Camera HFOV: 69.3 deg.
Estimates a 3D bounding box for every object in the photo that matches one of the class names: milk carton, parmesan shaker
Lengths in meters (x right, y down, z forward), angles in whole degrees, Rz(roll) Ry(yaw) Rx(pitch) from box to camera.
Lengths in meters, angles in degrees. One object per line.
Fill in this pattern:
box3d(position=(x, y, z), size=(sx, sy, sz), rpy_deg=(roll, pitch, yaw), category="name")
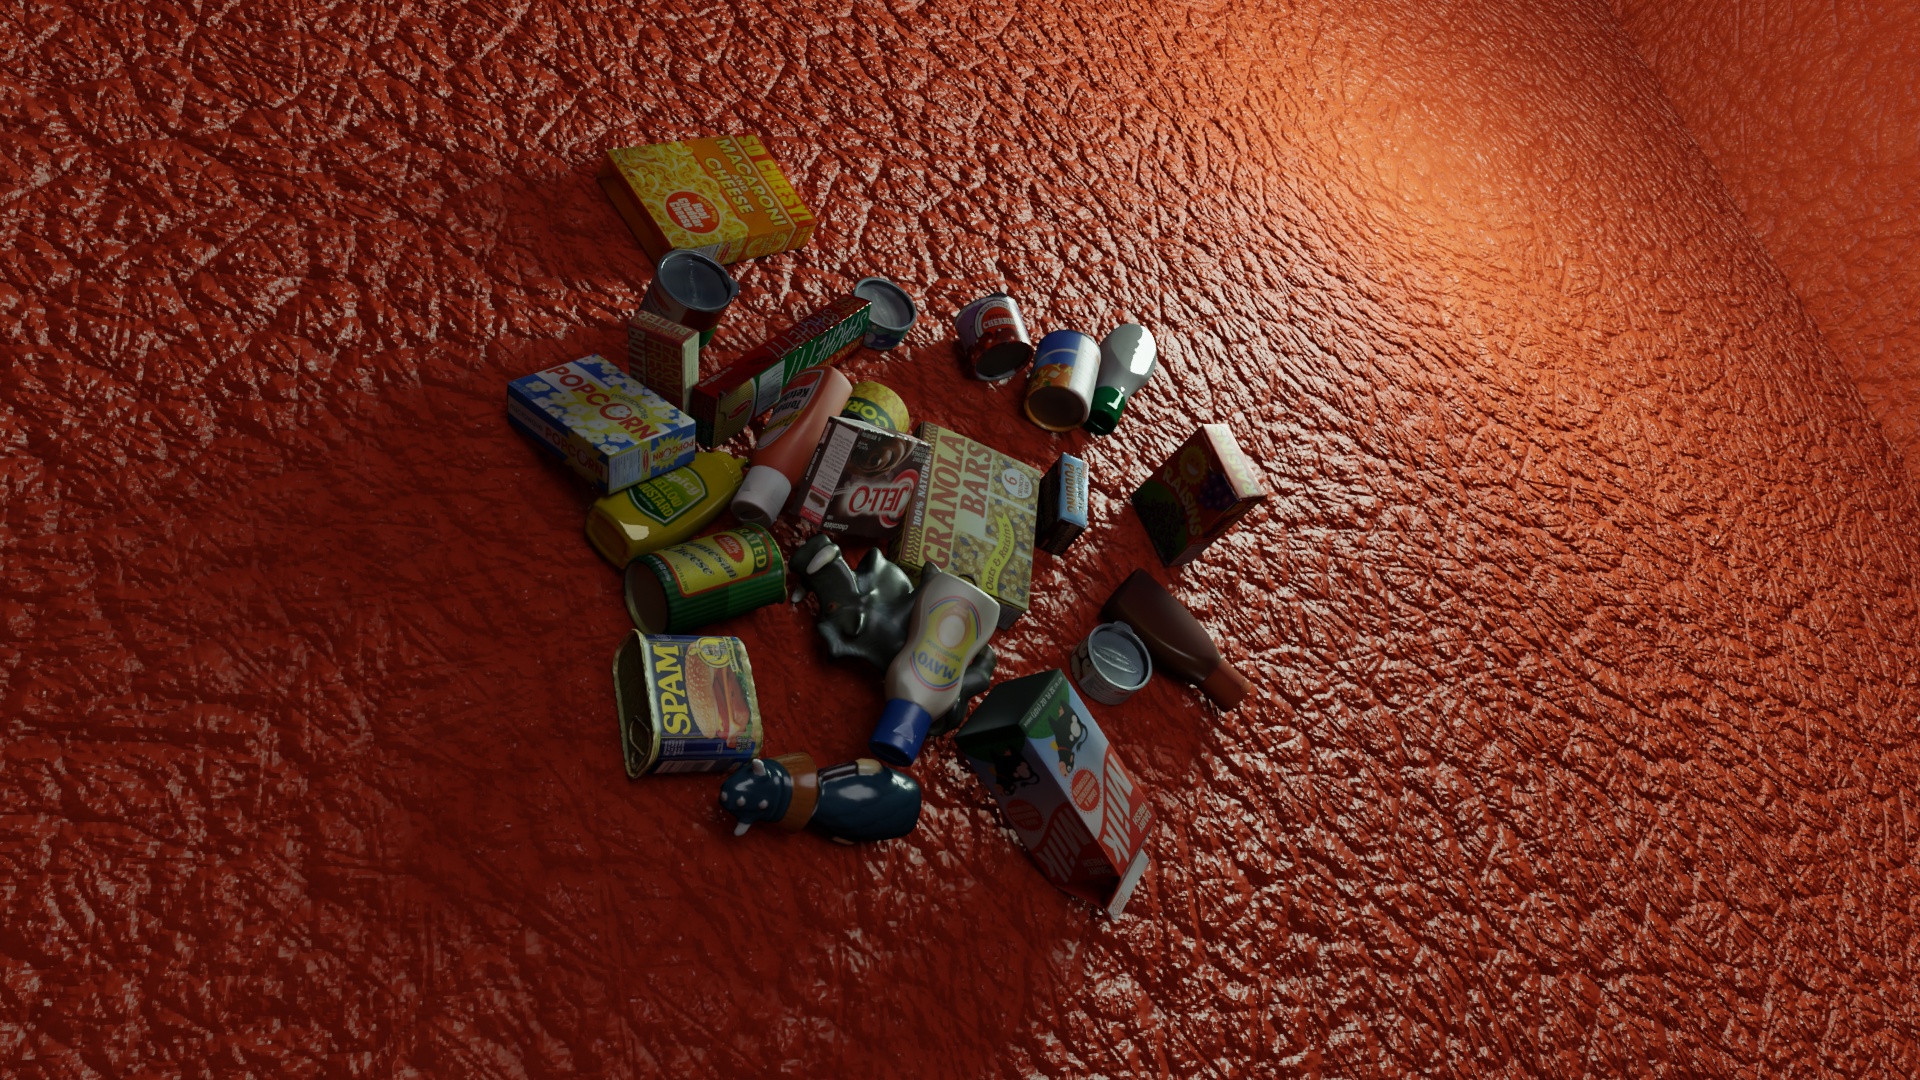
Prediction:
box3d(position=(0.085, 0.200, 1.076), size=(0.190, 0.073, 0.073), rpy_deg=(56, 44, -14), category="milk carton")
box3d(position=(-0.191, 0.033, 1.046), size=(0.103, 0.071, 0.071), rpy_deg=(-19, 69, -40), category="parmesan shaker")

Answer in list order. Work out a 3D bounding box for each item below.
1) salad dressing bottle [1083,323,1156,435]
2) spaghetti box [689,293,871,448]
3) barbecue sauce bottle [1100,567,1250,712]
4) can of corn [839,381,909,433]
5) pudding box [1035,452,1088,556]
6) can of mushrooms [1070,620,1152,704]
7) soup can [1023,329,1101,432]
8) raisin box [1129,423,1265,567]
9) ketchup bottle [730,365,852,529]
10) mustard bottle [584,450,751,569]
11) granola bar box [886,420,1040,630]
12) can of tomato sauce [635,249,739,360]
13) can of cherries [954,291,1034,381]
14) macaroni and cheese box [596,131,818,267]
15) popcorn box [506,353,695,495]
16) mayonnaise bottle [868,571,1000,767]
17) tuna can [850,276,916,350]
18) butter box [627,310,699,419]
box3d(position=(0.163, -0.167, 1.442), size=(0.064, 0.043, 0.148), rpy_deg=(35, 47, -9), category="salad dressing bottle")
box3d(position=(-0.151, -0.152, 1.199), size=(0.029, 0.049, 0.251), rpy_deg=(24, 36, 15), category="spaghetti box")
box3d(position=(0.200, 0.095, 1.270), size=(0.148, 0.043, 0.065), rpy_deg=(43, 46, 1), category="barbecue sauce bottle")
box3d(position=(-0.085, -0.099, 1.211), size=(0.071, 0.070, 0.058), rpy_deg=(37, 45, -4), category="can of corn")
box3d(position=(0.095, -0.034, 1.294), size=(0.030, 0.049, 0.084), rpy_deg=(21, 49, -17), category="pudding box")
box3d(position=(0.133, 0.108, 1.224), size=(0.071, 0.033, 0.071), rpy_deg=(17, 50, -21), category="can of mushrooms")
box3d(position=(0.099, -0.158, 1.380), size=(0.071, 0.071, 0.084), rpy_deg=(28, 48, -13), category="soup can")
box3d(position=(0.225, -0.043, 1.333), size=(0.040, 0.122, 0.086), rpy_deg=(-5, 61, -36), category="raisin box")
box3d(position=(-0.140, -0.075, 1.129), size=(0.043, 0.064, 0.149), rpy_deg=(46, 49, -30), category="ketchup bottle")
box3d(position=(-0.219, -0.036, 1.092), size=(0.065, 0.048, 0.161), rpy_deg=(44, 44, 8), category="mustard bottle")
box3d(position=(0.004, -0.015, 1.229), size=(0.124, 0.039, 0.166), rpy_deg=(22, 48, -17), category="granola bar box")
box3d(position=(-0.235, -0.194, 1.176), size=(0.071, 0.082, 0.071), rpy_deg=(17, 50, -22), category="can of tomato sauce")
box3d(position=(0.034, -0.199, 1.362), size=(0.071, 0.071, 0.058), rpy_deg=(1, 58, -33), category="can of cherries")
box3d(position=(-0.235, -0.317, 1.299), size=(0.167, 0.040, 0.124), rpy_deg=(-23, 72, -41), category="macaroni and cheese box")
box3d(position=(-0.278, -0.092, 1.073), size=(0.127, 0.038, 0.085), rpy_deg=(33, 40, 27), category="popcorn box")
box3d(position=(-0.023, 0.098, 1.041), size=(0.065, 0.041, 0.149), rpy_deg=(31, 58, -9), category="mayonnaise bottle")
box3d(position=(-0.080, -0.216, 1.328), size=(0.071, 0.032, 0.071), rpy_deg=(17, 50, -22), category="tuna can")
box3d(position=(-0.236, -0.129, 1.106), size=(0.053, 0.103, 0.024), rpy_deg=(21, 44, 13), category="butter box")
